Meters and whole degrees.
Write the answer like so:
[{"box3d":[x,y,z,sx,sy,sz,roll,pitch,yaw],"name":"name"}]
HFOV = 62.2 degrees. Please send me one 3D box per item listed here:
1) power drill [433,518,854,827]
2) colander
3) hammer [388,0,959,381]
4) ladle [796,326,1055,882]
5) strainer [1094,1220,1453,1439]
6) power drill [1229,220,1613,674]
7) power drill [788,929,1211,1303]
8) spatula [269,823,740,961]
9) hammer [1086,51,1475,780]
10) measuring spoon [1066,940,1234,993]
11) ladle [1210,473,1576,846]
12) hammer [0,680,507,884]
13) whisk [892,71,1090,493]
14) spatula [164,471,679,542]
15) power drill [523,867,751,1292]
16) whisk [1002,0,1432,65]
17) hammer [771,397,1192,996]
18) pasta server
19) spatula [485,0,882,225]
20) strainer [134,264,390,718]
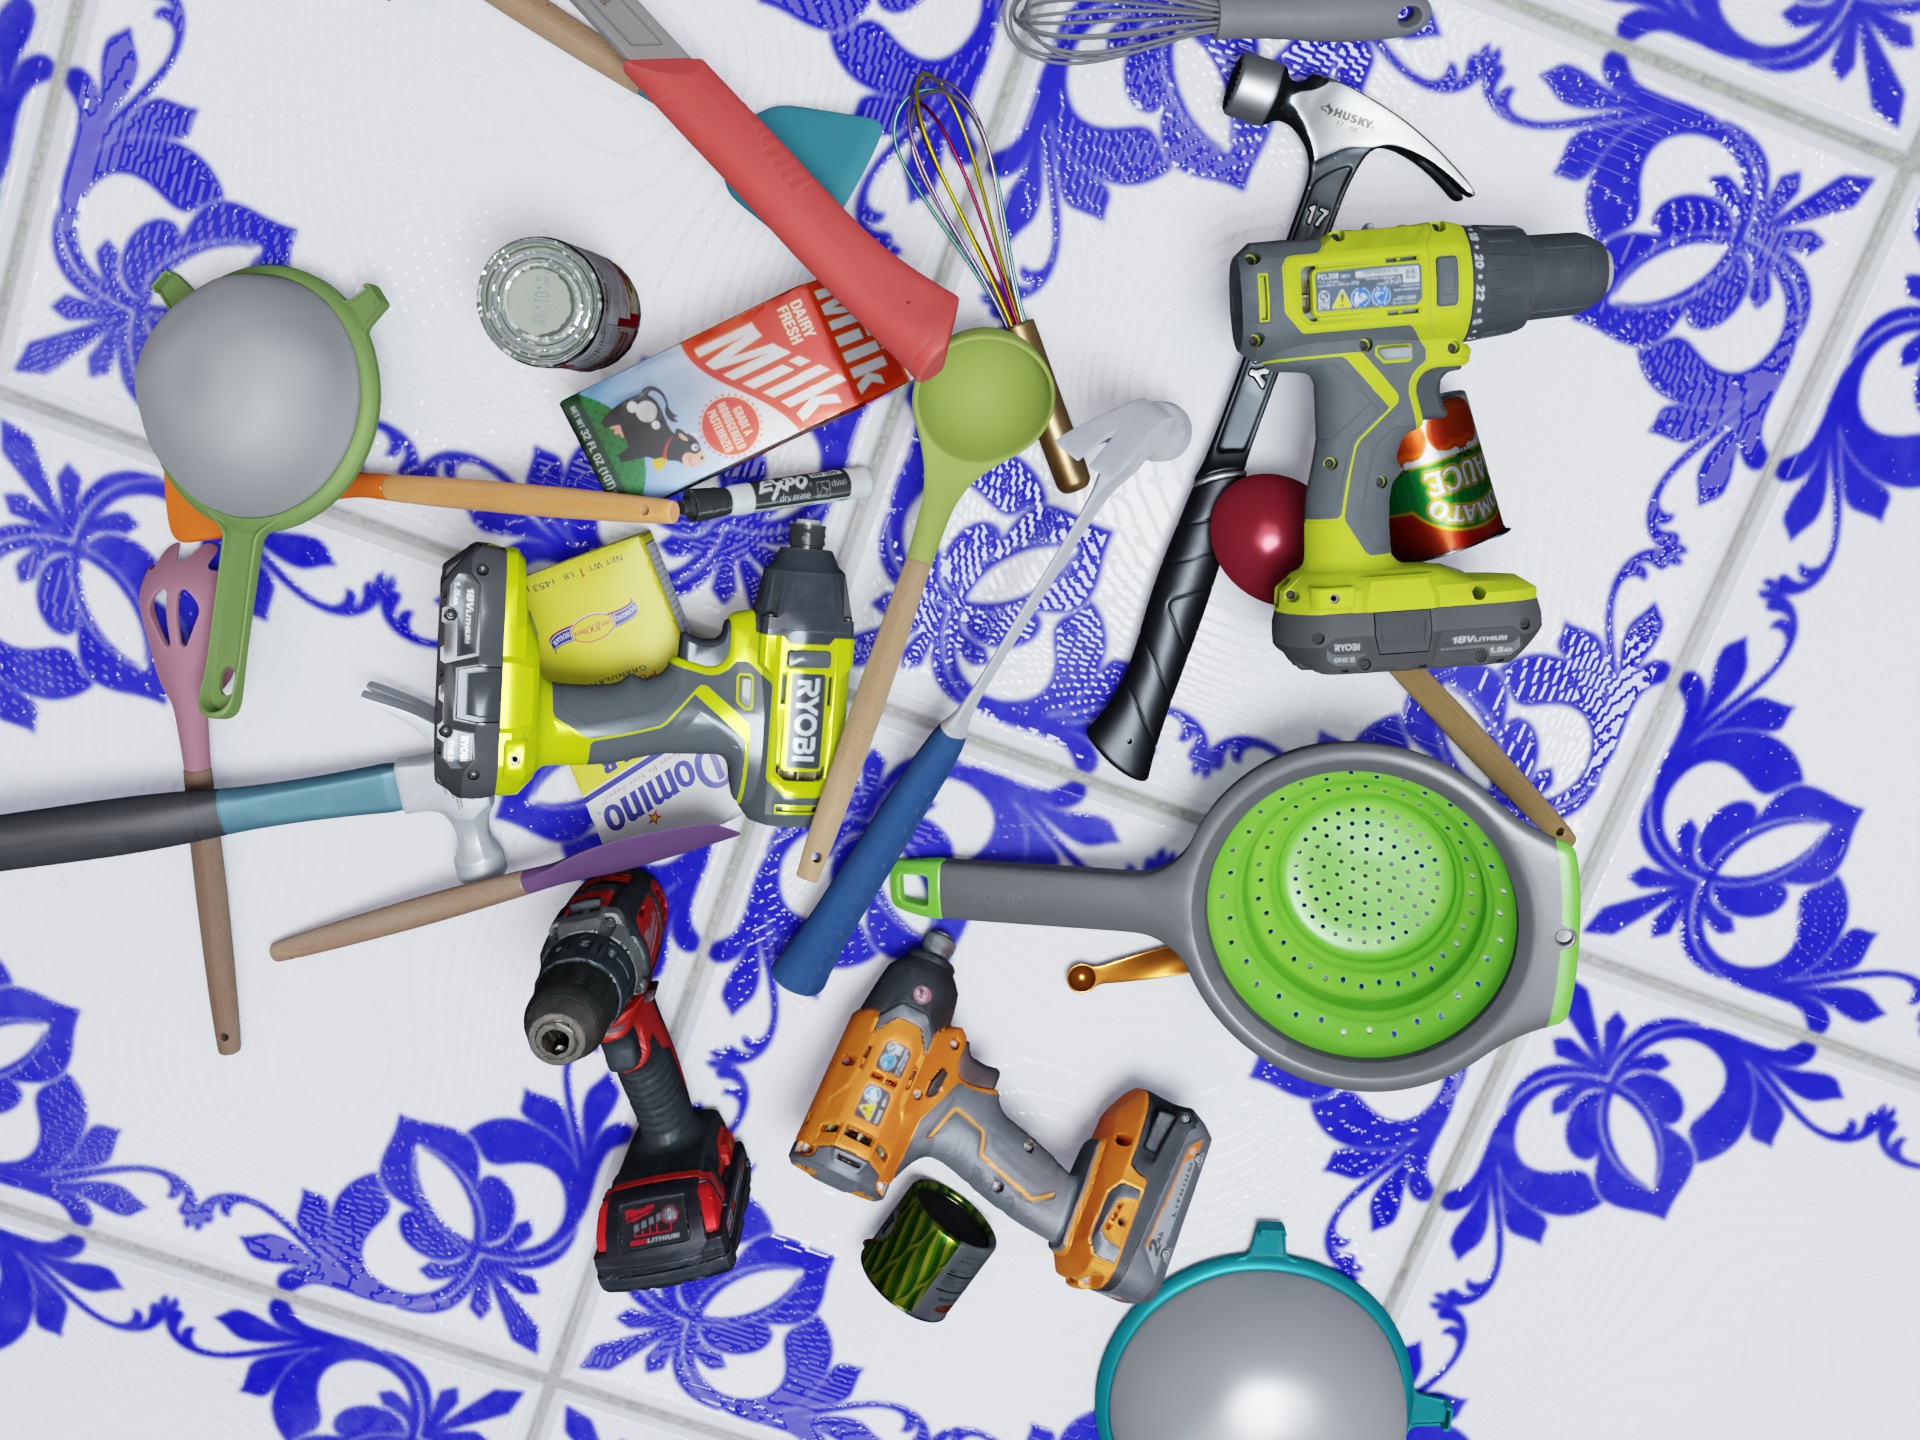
[{"box3d":[-0.171,-0.031,0.875,0.223,0.080,0.171,2,97,-19],"name":"power drill"},{"box3d":[0.157,0.101,0.954,0.397,0.094,0.204,2,102,17],"name":"colander"},{"box3d":[-0.138,-0.312,0.836,0.149,0.036,0.359,-42,87,-8],"name":"hammer"},{"box3d":[-0.029,-0.062,0.872,0.078,0.062,0.320,20,87,-15],"name":"ladle"},{"box3d":[0.147,0.499,1.018,0.340,0.095,0.211,-42,99,5],"name":"strainer"},{"box3d":[0.244,-0.146,0.838,0.190,0.080,0.228,-4,100,3],"name":"power drill"},{"box3d":[0.030,0.237,0.961,0.226,0.084,0.164,26,69,-5],"name":"power drill"},{"box3d":[-0.278,0.101,0.936,0.316,0.059,0.018,-16,73,17],"name":"spatula"},{"box3d":[0.162,-0.158,0.922,0.149,0.036,0.409,17,101,-5],"name":"hammer"},{"box3d":[0.123,0.150,0.995,0.117,0.011,0.021,-11,102,-2],"name":"measuring spoon"},{"box3d":[0.264,-0.026,0.936,0.315,0.031,0.069,42,97,-17],"name":"ladle"},{"box3d":[-0.443,0.057,0.926,0.331,0.033,0.128,-8,108,-8],"name":"hammer"},{"box3d":[0.021,-0.243,0.899,0.051,0.047,0.245,-21,104,2],"name":"whisk"},{"box3d":[-0.305,-0.128,0.888,0.323,0.041,0.081,7,99,20],"name":"spatula"},{"box3d":[-0.190,0.213,0.914,0.080,0.188,0.226,-11,105,2],"name":"power drill"},{"box3d":[0.142,-0.389,0.872,0.239,0.055,0.055,-2,101,-5],"name":"whisk"},{"box3d":[-0.001,-0.003,0.899,0.035,0.144,0.405,36,110,11],"name":"hammer"},{"box3d":[-0.454,0.053,0.960,0.060,0.040,0.316,1,105,-1],"name":"pasta server"},{"box3d":[-0.196,-0.369,0.870,0.317,0.044,0.082,31,92,-5],"name":"spatula"},{"box3d":[-0.406,-0.128,0.868,0.151,0.069,0.256,8,91,15],"name":"strainer"}]
